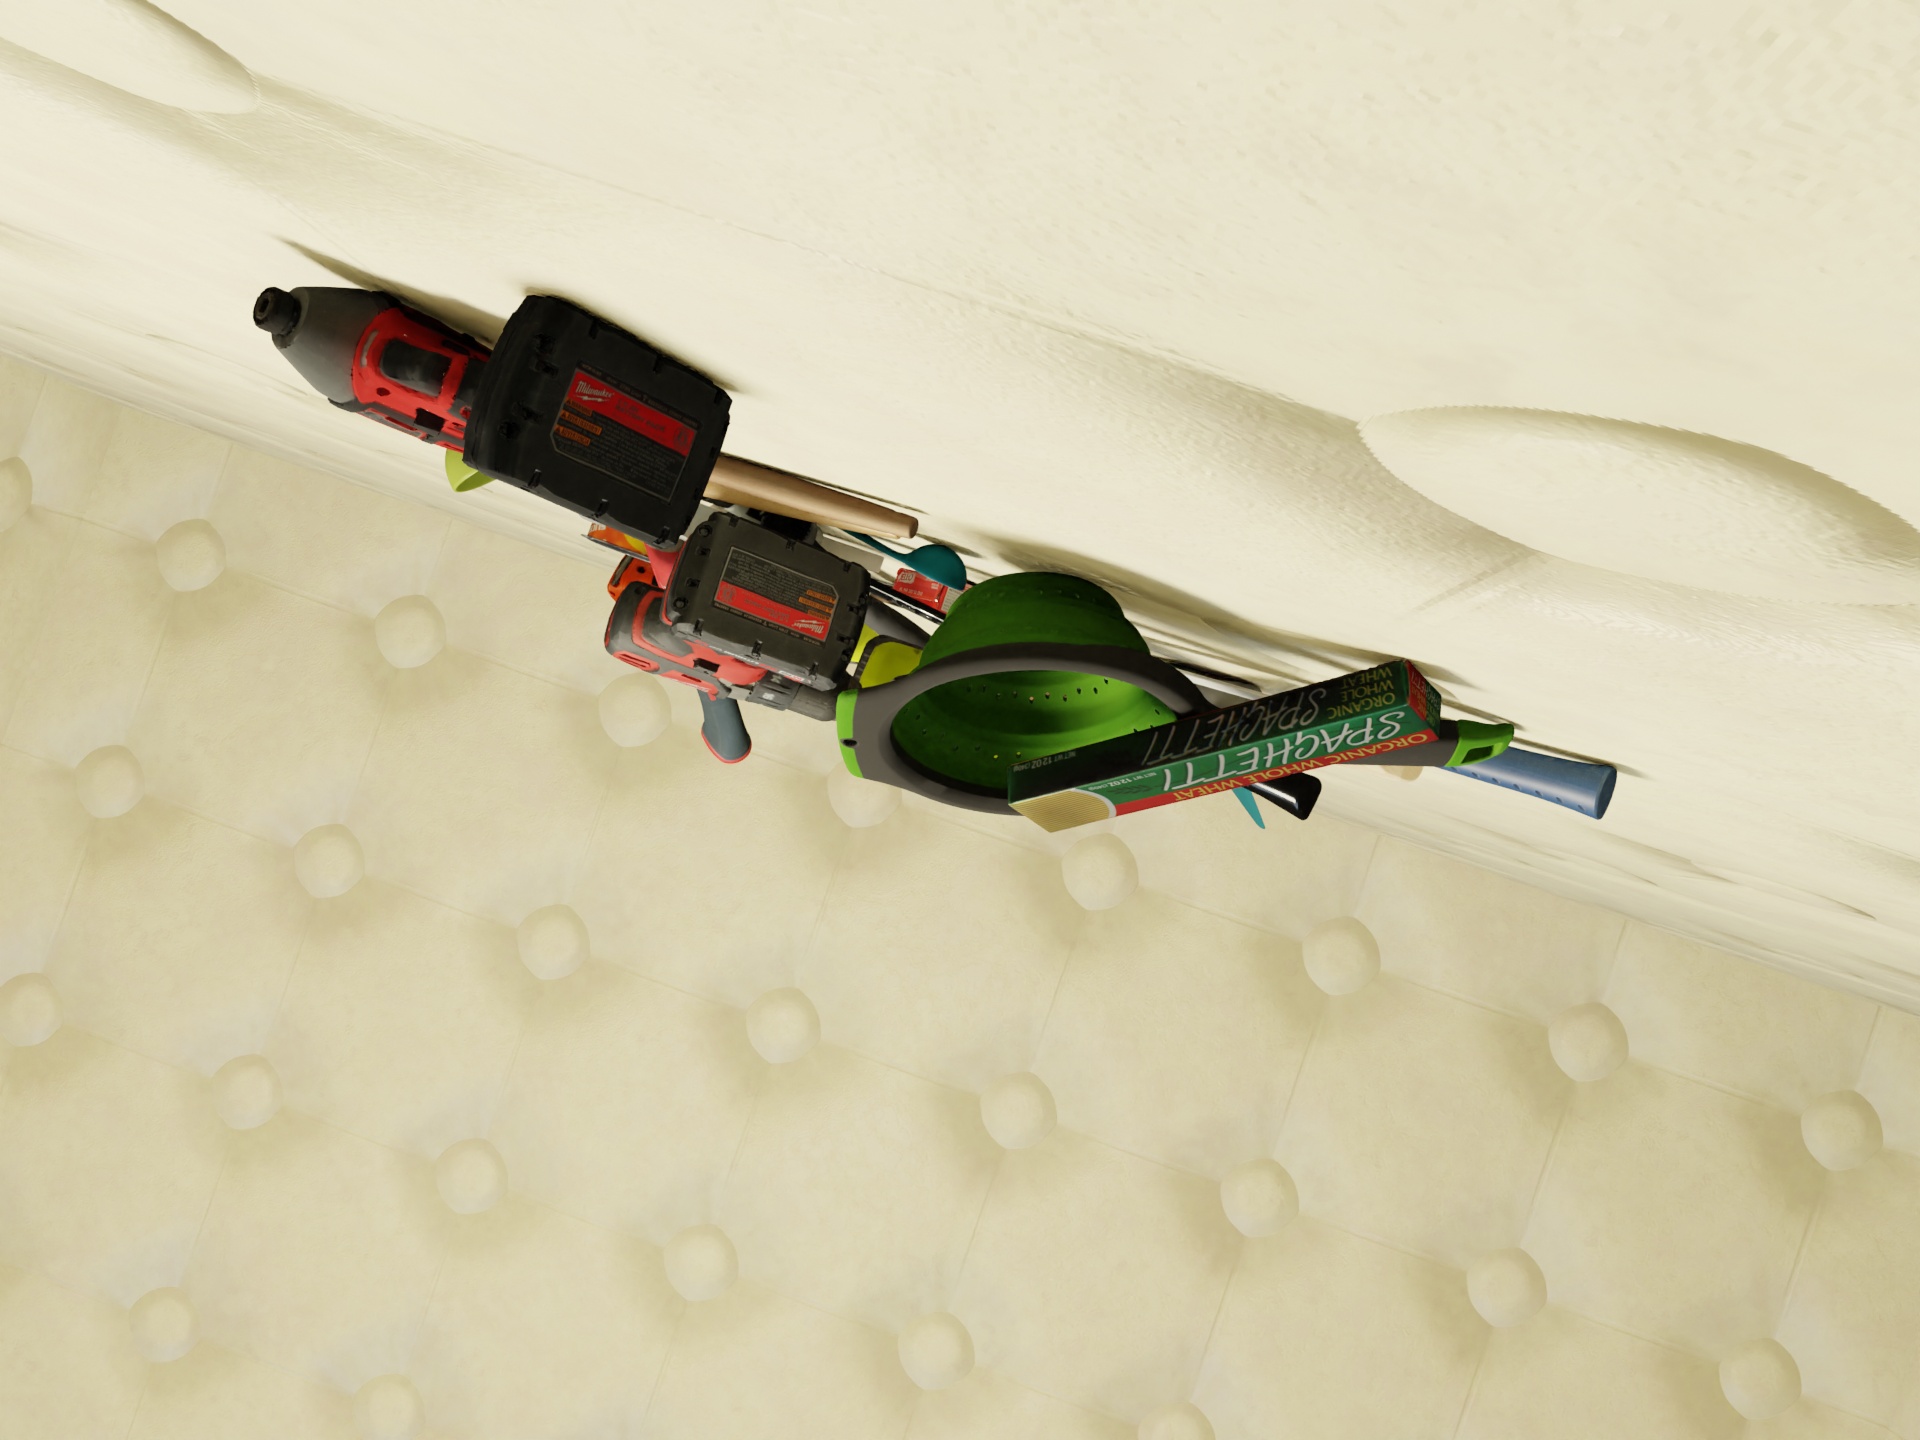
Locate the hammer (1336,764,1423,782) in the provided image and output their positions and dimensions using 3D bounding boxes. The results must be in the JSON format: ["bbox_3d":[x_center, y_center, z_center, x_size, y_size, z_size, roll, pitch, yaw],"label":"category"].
[{"bbox_3d":[0.290,0.019,1.400,0.146,0.038,0.410,21,178,-7],"label":"hammer"}]

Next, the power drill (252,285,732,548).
[{"bbox_3d":[-0.224,-0.154,0.741,0.220,0.078,0.143,22,180,39],"label":"power drill"}]

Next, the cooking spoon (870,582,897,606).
[{"bbox_3d":[-0.058,-0.110,1.395,0.319,0.017,0.068,19,-178,31],"label":"cooking spoon"}]

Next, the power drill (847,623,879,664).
[{"bbox_3d":[-0.176,-0.108,1.502,0.223,0.080,0.171,19,-178,19],"label":"power drill"}]

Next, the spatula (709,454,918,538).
[{"bbox_3d":[-0.168,-0.157,0.948,0.316,0.018,0.059,19,-172,18],"label":"spatula"}]

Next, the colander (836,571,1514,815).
[{"bbox_3d":[0.127,-0.023,0.957,0.397,0.095,0.204,1,152,1],"label":"colander"}]

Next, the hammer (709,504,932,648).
[{"bbox_3d":[-0.074,-0.093,1.325,0.146,0.035,0.334,19,174,26],"label":"hammer"}]

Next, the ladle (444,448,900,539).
[{"bbox_3d":[-0.184,-0.143,0.999,0.320,0.062,0.078,15,-156,17],"label":"ladle"}]

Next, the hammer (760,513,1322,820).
[{"bbox_3d":[0.055,-0.033,1.079,0.409,0.036,0.149,26,172,4],"label":"hammer"}]

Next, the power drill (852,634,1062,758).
[{"bbox_3d":[-0.002,-0.004,1.209,0.190,0.080,0.229,20,-178,-26],"label":"power drill"}]

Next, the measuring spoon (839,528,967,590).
[{"bbox_3d":[-0.051,-0.120,1.005,0.128,0.021,0.042,28,-169,0],"label":"measuring spoon"}]

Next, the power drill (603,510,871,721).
[{"bbox_3d":[-0.130,-0.053,1.062,0.187,0.080,0.227,21,166,-18],"label":"power drill"}]

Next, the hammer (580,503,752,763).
[{"bbox_3d":[-0.194,-0.057,1.264,0.143,0.038,0.386,22,156,12],"label":"hammer"}]

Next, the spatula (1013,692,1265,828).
[{"bbox_3d":[0.118,0.004,1.236,0.318,0.044,0.082,18,145,49],"label":"spatula"}]

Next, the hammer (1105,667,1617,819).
[{"bbox_3d":[0.231,-0.008,1.073,0.406,0.035,0.144,18,178,32],"label":"hammer"}]
